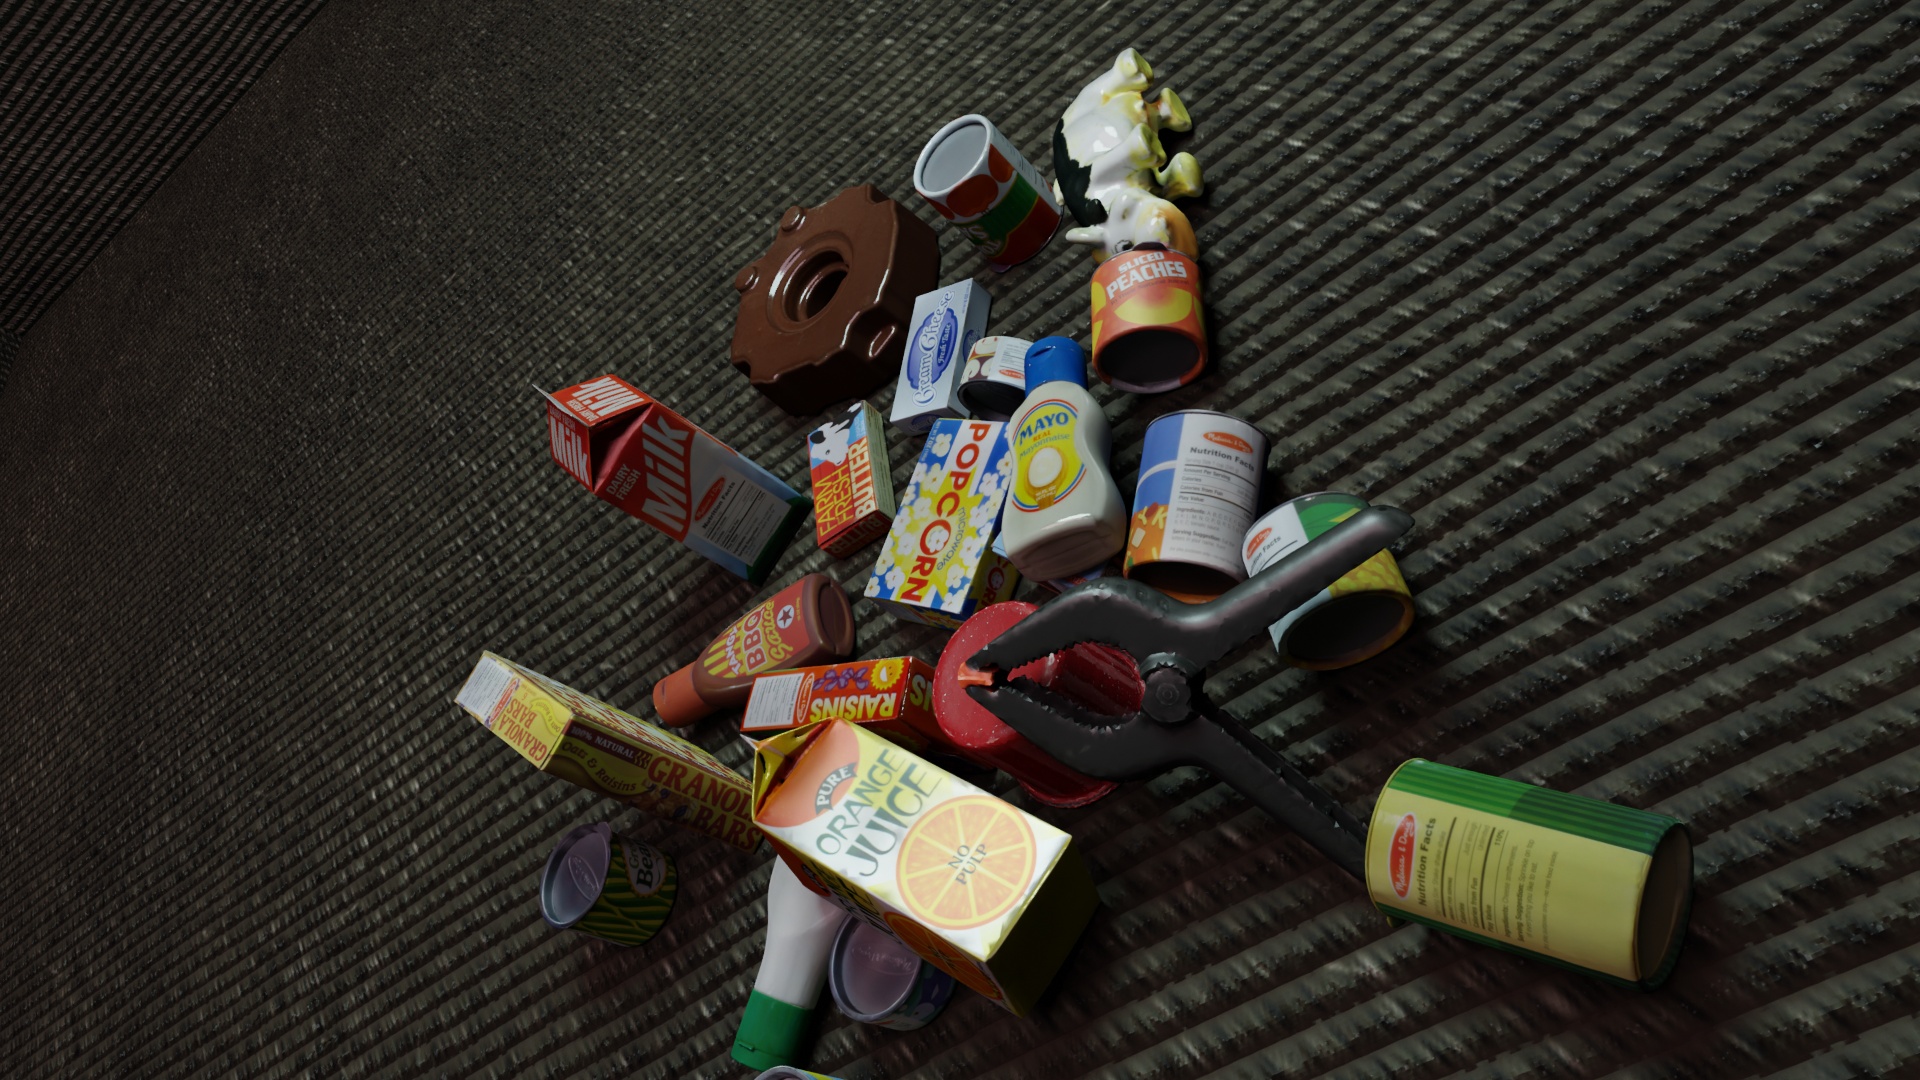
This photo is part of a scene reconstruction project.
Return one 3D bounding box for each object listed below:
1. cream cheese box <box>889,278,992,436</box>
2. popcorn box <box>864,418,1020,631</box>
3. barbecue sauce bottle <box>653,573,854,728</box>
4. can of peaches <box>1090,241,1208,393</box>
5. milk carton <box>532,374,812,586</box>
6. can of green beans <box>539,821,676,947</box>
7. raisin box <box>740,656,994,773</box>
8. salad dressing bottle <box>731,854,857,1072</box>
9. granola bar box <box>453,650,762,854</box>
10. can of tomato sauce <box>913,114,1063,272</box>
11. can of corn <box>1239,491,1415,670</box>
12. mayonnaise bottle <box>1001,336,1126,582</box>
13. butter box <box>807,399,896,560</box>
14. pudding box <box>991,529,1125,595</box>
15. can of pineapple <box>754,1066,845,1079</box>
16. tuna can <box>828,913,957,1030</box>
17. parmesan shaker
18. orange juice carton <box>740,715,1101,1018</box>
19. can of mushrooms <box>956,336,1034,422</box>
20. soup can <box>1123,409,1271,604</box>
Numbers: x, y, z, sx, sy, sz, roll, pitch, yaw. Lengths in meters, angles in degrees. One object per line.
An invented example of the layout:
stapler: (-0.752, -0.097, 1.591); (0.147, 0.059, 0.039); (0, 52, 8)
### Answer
cream cheese box: (-0.013, -0.123, 0.938); (0.053, 0.024, 0.104); (-12, 57, 39)
popcorn box: (0.003, -0.011, 0.842); (0.085, 0.038, 0.127); (8, 70, 44)
barbecue sauce bottle: (-0.137, 0.079, 0.909); (0.148, 0.043, 0.065); (-29, 50, 26)
can of peaches: (0.108, -0.127, 0.798); (0.071, 0.071, 0.058); (-19, 55, 33)
milk carton: (-0.200, -0.048, 0.935); (0.072, 0.190, 0.073); (30, 87, 47)
can of green beans: (-0.224, 0.221, 0.888); (0.071, 0.057, 0.071); (-22, 52, 31)
raisin box: (-0.050, 0.102, 0.785); (0.123, 0.086, 0.040); (-10, 57, 38)
salad dressing bottle: (-0.086, 0.220, 0.776); (0.064, 0.044, 0.148); (9, 72, 36)
granola bar box: (-0.209, 0.130, 0.852); (0.124, 0.165, 0.039); (19, 78, 47)
can of tomato sauce: (0.018, -0.233, 0.936); (0.071, 0.083, 0.071); (-22, 52, 31)
can of corn: (0.174, 0.020, 0.653); (0.071, 0.071, 0.058); (-32, 48, 24)
mayonnaise bottle: (0.054, -0.049, 0.755); (0.064, 0.041, 0.149); (-22, 45, 24)
butter box: (-0.074, -0.042, 0.942); (0.053, 0.024, 0.104); (-30, 48, 24)
pudding box: (0.062, 0.015, 0.765); (0.084, 0.049, 0.030); (26, 82, 47)
can of pineapple: (-0.073, 0.304, 0.700); (0.071, 0.058, 0.071); (-22, 53, 31)
tuna can: (-0.034, 0.221, 0.736); (0.071, 0.033, 0.071); (-22, 52, 31)
parmesan shaker: (0.221, 0.131, 0.541); (0.103, 0.071, 0.071); (8, 71, 44)
orange juice carton: (-0.033, 0.154, 0.705); (0.193, 0.071, 0.073); (21, 61, 33)
can of mushrooms: (0.033, -0.094, 0.849); (0.071, 0.071, 0.033); (0, 66, 42)
soup can: (0.122, -0.015, 0.721); (0.071, 0.071, 0.084); (-6, 62, 40)
